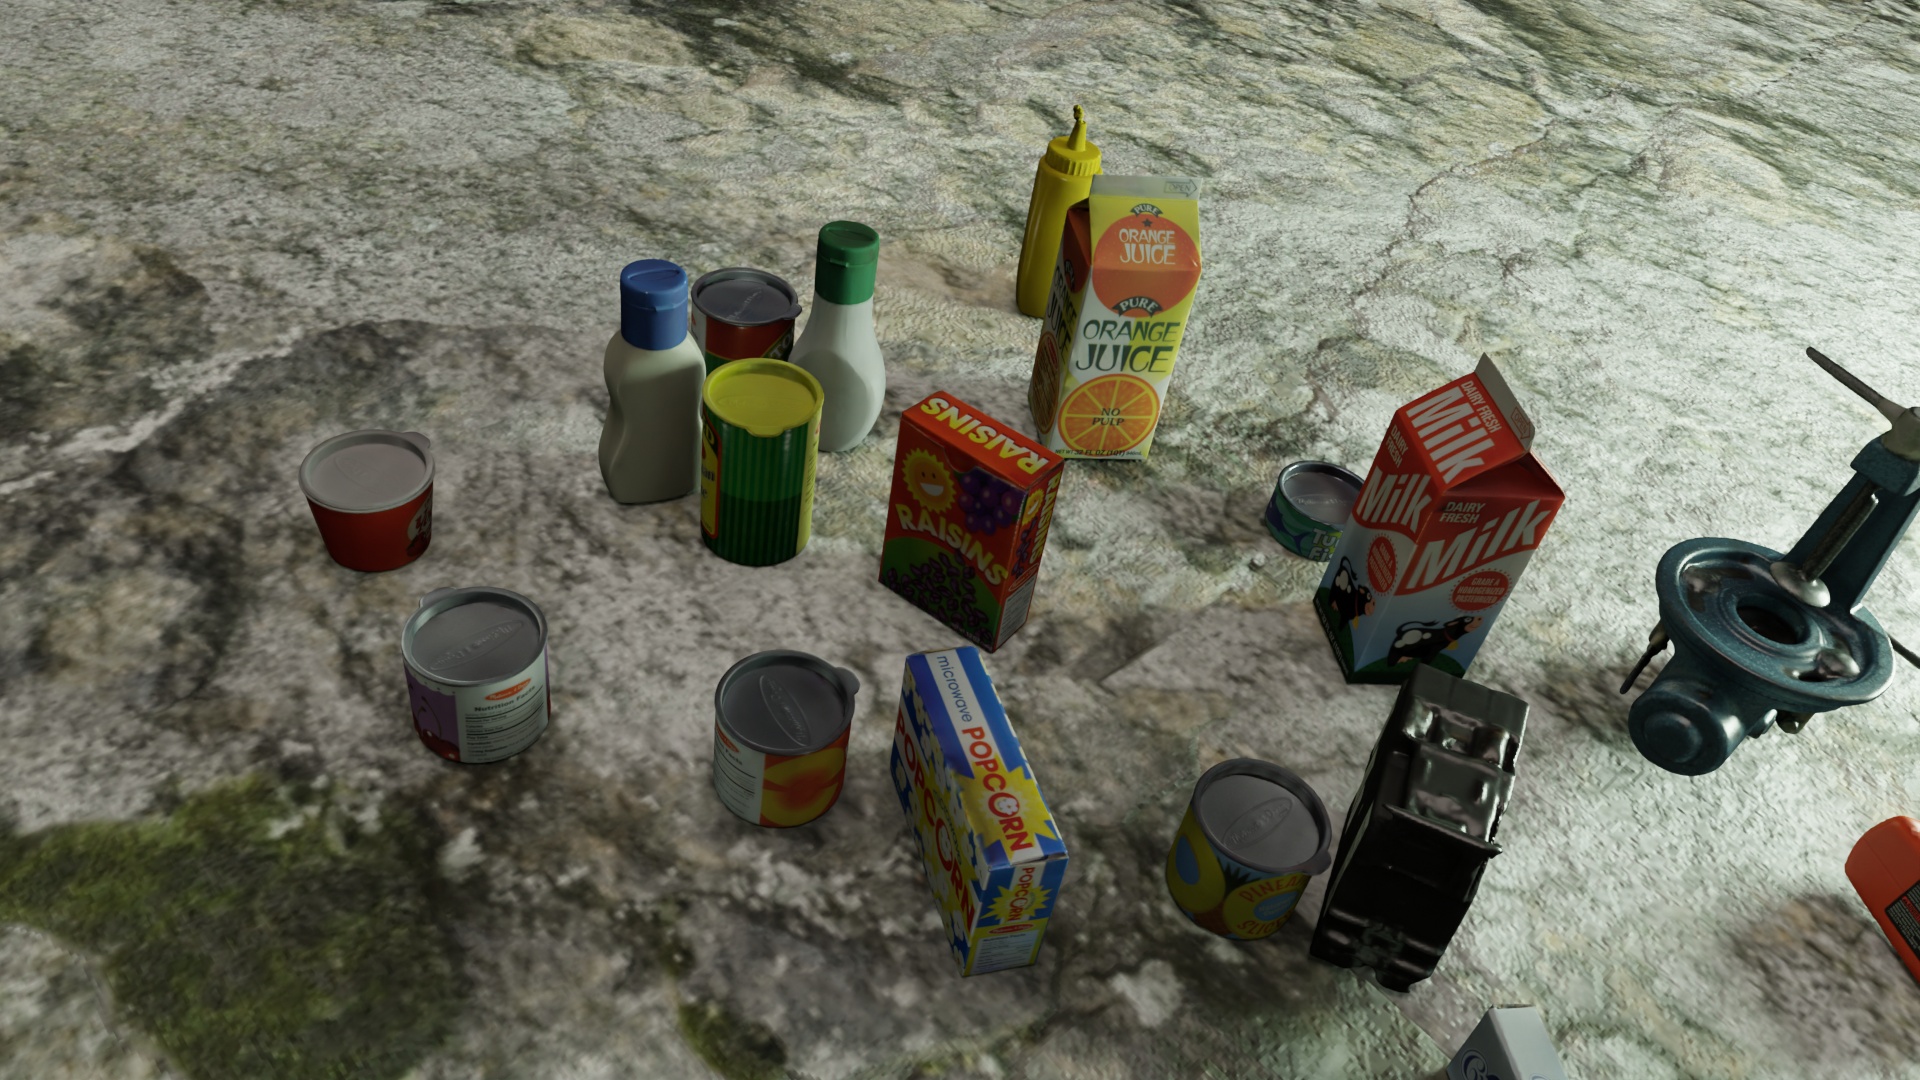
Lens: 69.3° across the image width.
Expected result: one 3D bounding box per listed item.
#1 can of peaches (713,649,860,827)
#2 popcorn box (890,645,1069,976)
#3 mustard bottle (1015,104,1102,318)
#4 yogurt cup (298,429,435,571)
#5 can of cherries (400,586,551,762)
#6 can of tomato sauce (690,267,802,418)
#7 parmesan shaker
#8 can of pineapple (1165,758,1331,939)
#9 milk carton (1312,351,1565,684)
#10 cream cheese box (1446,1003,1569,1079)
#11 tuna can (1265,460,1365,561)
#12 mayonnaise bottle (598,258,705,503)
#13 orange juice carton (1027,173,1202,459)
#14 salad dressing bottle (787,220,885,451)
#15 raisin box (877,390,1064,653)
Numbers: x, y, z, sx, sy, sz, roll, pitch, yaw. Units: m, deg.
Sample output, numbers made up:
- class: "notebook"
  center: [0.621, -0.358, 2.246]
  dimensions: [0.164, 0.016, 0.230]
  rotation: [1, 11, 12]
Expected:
- class: "can of peaches"
  center: [-0.085, 0.096, 0.676]
  dimensions: [0.071, 0.057, 0.071]
  rotation: [6, 41, -5]
- class: "popcorn box"
  center: [0.004, 0.123, 0.644]
  dimensions: [0.038, 0.084, 0.127]
  rotation: [-6, 44, -19]
- class: "mustard bottle"
  center: [0.075, -0.241, 1.018]
  dimensions: [0.049, 0.159, 0.066]
  rotation: [10, 41, -2]
- class: "yogurt cup"
  center: [-0.321, -0.020, 0.759]
  dimensions: [0.072, 0.053, 0.073]
  rotation: [6, 41, -5]
- class: "can of cherries"
  center: [-0.236, 0.064, 0.679]
  dimensions: [0.071, 0.058, 0.072]
  rotation: [6, 41, -5]
- class: "can of tomato sauce"
  center: [-0.139, -0.123, 0.894]
  dimensions: [0.071, 0.082, 0.071]
  rotation: [6, 41, -5]
- class: "parmesan shaker"
  center: [-0.115, -0.042, 0.792]
  dimensions: [0.071, 0.102, 0.072]
  rotation: [6, 41, -5]
- class: "can of pineapple"
  center: [0.137, 0.149, 0.665]
  dimensions: [0.071, 0.057, 0.071]
  rotation: [6, 41, -5]
- class: "milk carton"
  center: [0.267, -0.008, 0.771]
  dimensions: [0.073, 0.189, 0.073]
  rotation: [2, 42, -11]
- class: "cream cheese box"
  center: [0.238, 0.252, 0.573]
  dimensions: [0.024, 0.053, 0.104]
  rotation: [2, 42, -11]
- class: "tuna can"
  center: [0.233, -0.017, 0.894]
  dimensions: [0.071, 0.032, 0.071]
  rotation: [6, 41, -5]
- class: "mayonnaise bottle"
  center: [-0.176, -0.089, 0.799]
  dimensions: [0.065, 0.147, 0.041]
  rotation: [-13, 46, -25]
- class: "orange juice carton"
  center: [0.099, -0.147, 0.891]
  dimensions: [0.072, 0.191, 0.073]
  rotation: [0, 42, -12]
- class: "salad dressing bottle"
  center: [-0.075, -0.125, 0.862]
  dimensions: [0.064, 0.146, 0.044]
  rotation: [16, 41, 6]
- class: "raisin box"
  center: [0.003, -0.010, 0.766]
  dimensions: [0.086, 0.122, 0.040]
  rotation: [32, 45, 23]
